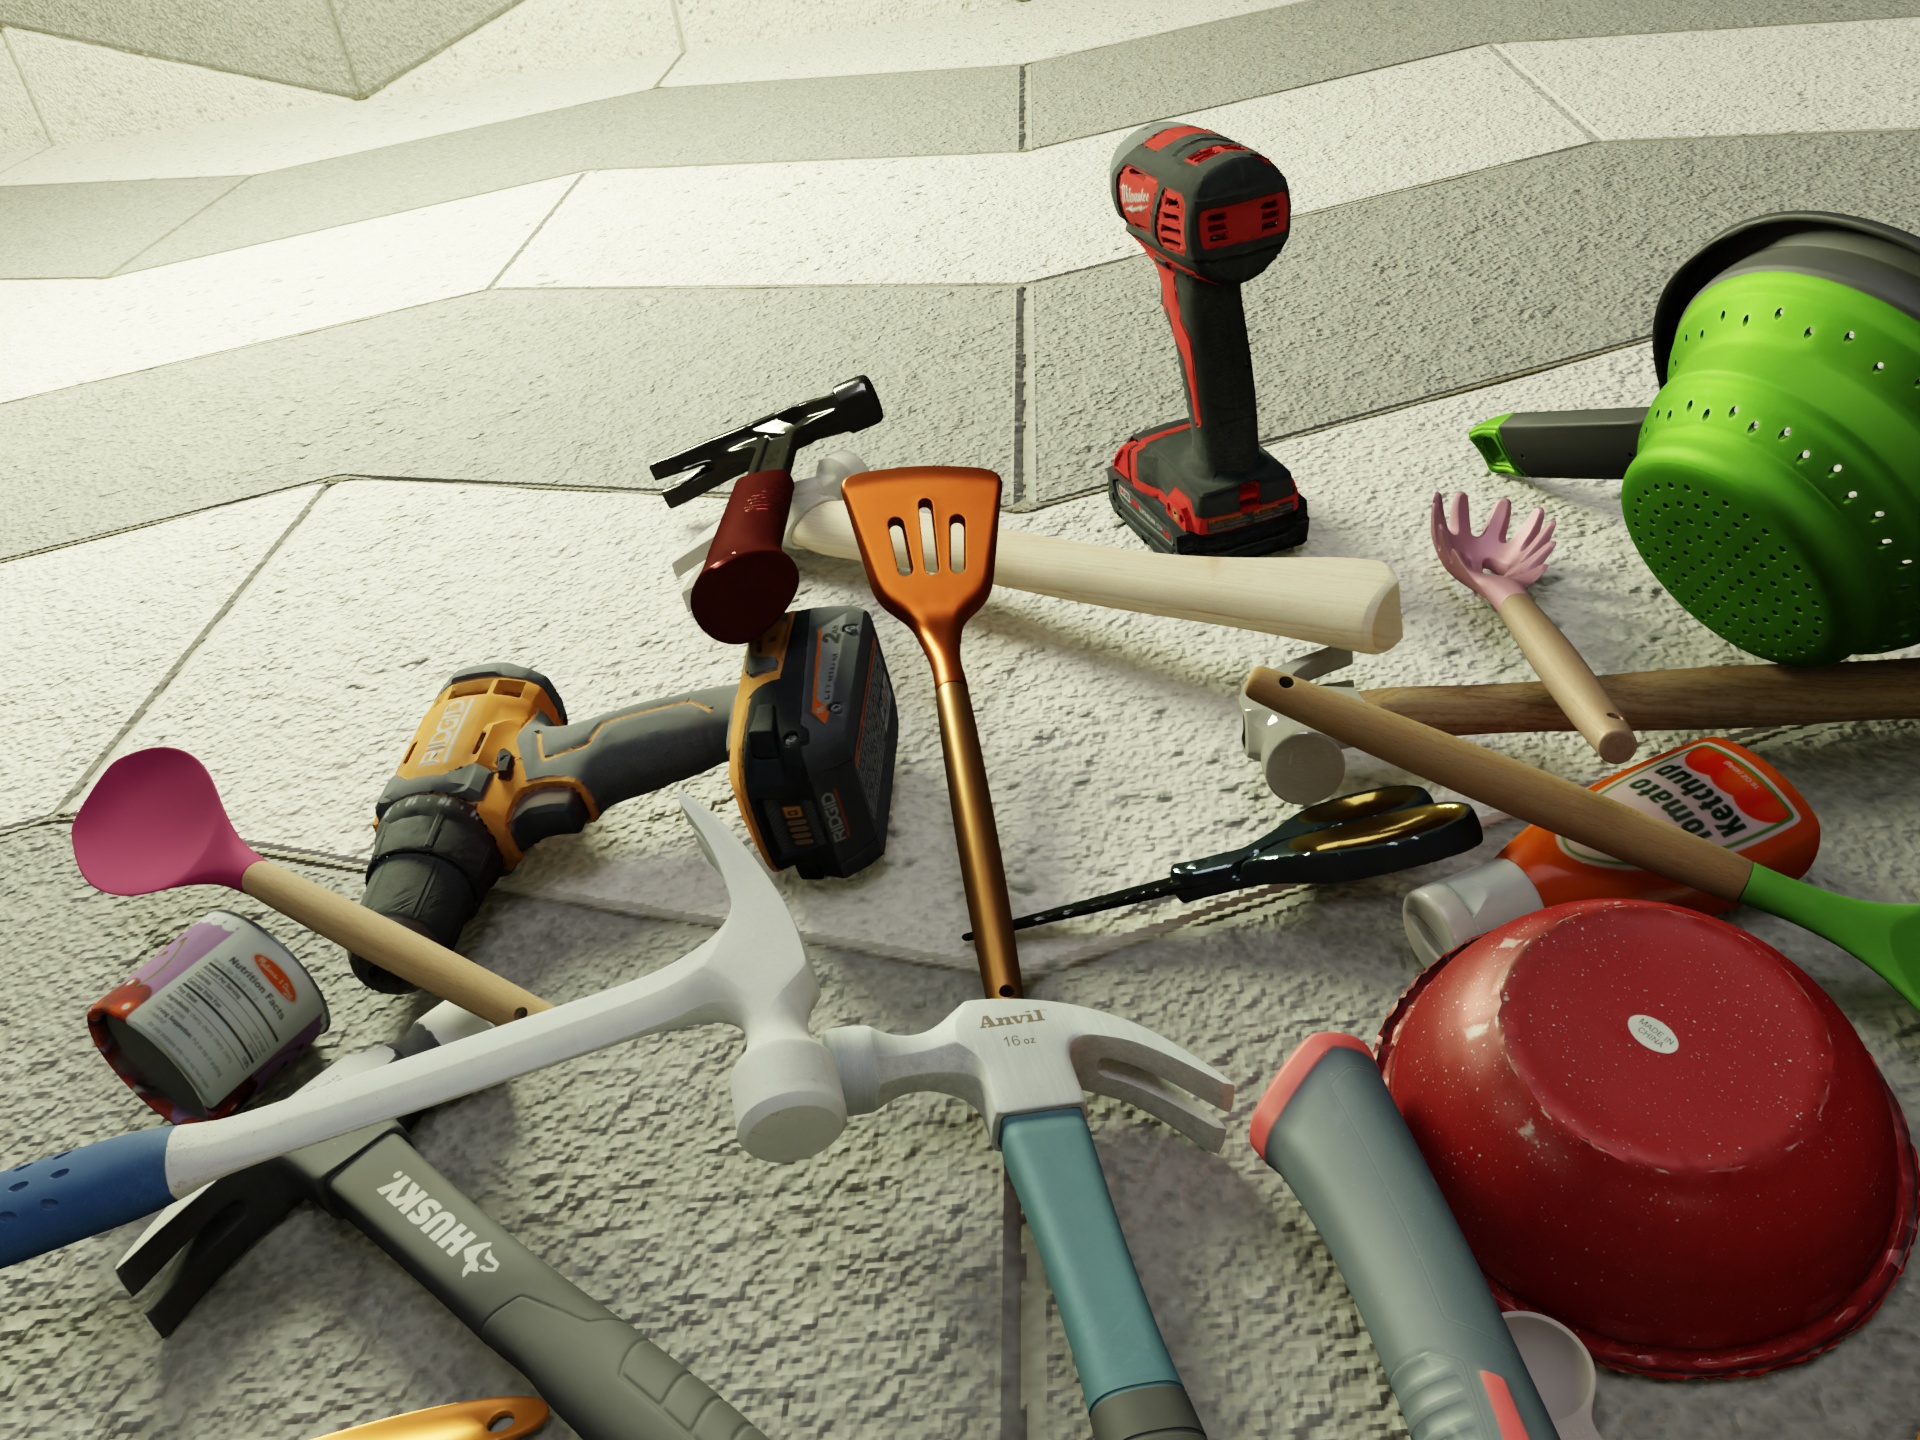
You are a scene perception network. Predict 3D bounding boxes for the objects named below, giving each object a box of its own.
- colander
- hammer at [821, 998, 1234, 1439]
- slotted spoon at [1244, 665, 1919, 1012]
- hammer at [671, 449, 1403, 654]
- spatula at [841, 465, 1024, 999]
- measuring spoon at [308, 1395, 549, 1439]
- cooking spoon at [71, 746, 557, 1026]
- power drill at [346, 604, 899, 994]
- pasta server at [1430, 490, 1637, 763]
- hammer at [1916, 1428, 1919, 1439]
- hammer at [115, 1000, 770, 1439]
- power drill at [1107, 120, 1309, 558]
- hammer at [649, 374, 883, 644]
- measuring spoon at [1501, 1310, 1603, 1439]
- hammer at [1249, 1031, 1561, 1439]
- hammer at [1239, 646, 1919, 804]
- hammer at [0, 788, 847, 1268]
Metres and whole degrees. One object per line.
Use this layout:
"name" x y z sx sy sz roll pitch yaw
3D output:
"colander" 0.316 -0.101 0.707 0.094 0.204 0.397 -40 15 -5
"hammer" 0.050 0.196 0.425 0.128 0.033 0.331 -5 35 -12
"slotted spoon" 0.246 0.044 0.553 0.314 0.031 0.070 24 55 17
"hammer" 0.027 -0.077 0.813 0.411 0.038 0.146 14 42 40
"spatula" -0.001 -0.002 0.690 0.081 0.041 0.323 -3 43 -7
"measuring spoon" -0.182 0.224 0.480 0.117 0.011 0.021 -10 21 -7
"cooking spoon" -0.268 0.071 0.639 0.319 0.017 0.069 16 72 33
"power drill" -0.148 0.034 0.693 0.226 0.084 0.186 -8 36 9
"pasta server" 0.246 -0.048 0.684 0.060 0.040 0.316 10 20 5
"hammer" 0.308 0.141 0.429 0.127 0.034 0.337 31 55 25
"hammer" -0.126 0.187 0.475 0.335 0.035 0.146 17 42 42
"power drill" 0.122 -0.200 0.839 0.078 0.219 0.143 -17 34 -11
"hammer" -0.114 -0.111 0.831 0.149 0.036 0.359 -22 21 6
"measuring spoon" 0.170 0.211 0.408 0.034 0.018 0.124 -15 41 -8
"hammer" 0.152 0.209 0.339 0.143 0.038 0.387 -15 33 2
"hammer" 0.283 -0.008 0.665 0.331 0.031 0.130 -3 18 3
"hammer" -0.243 0.136 0.518 0.405 0.035 0.144 -18 43 -2
